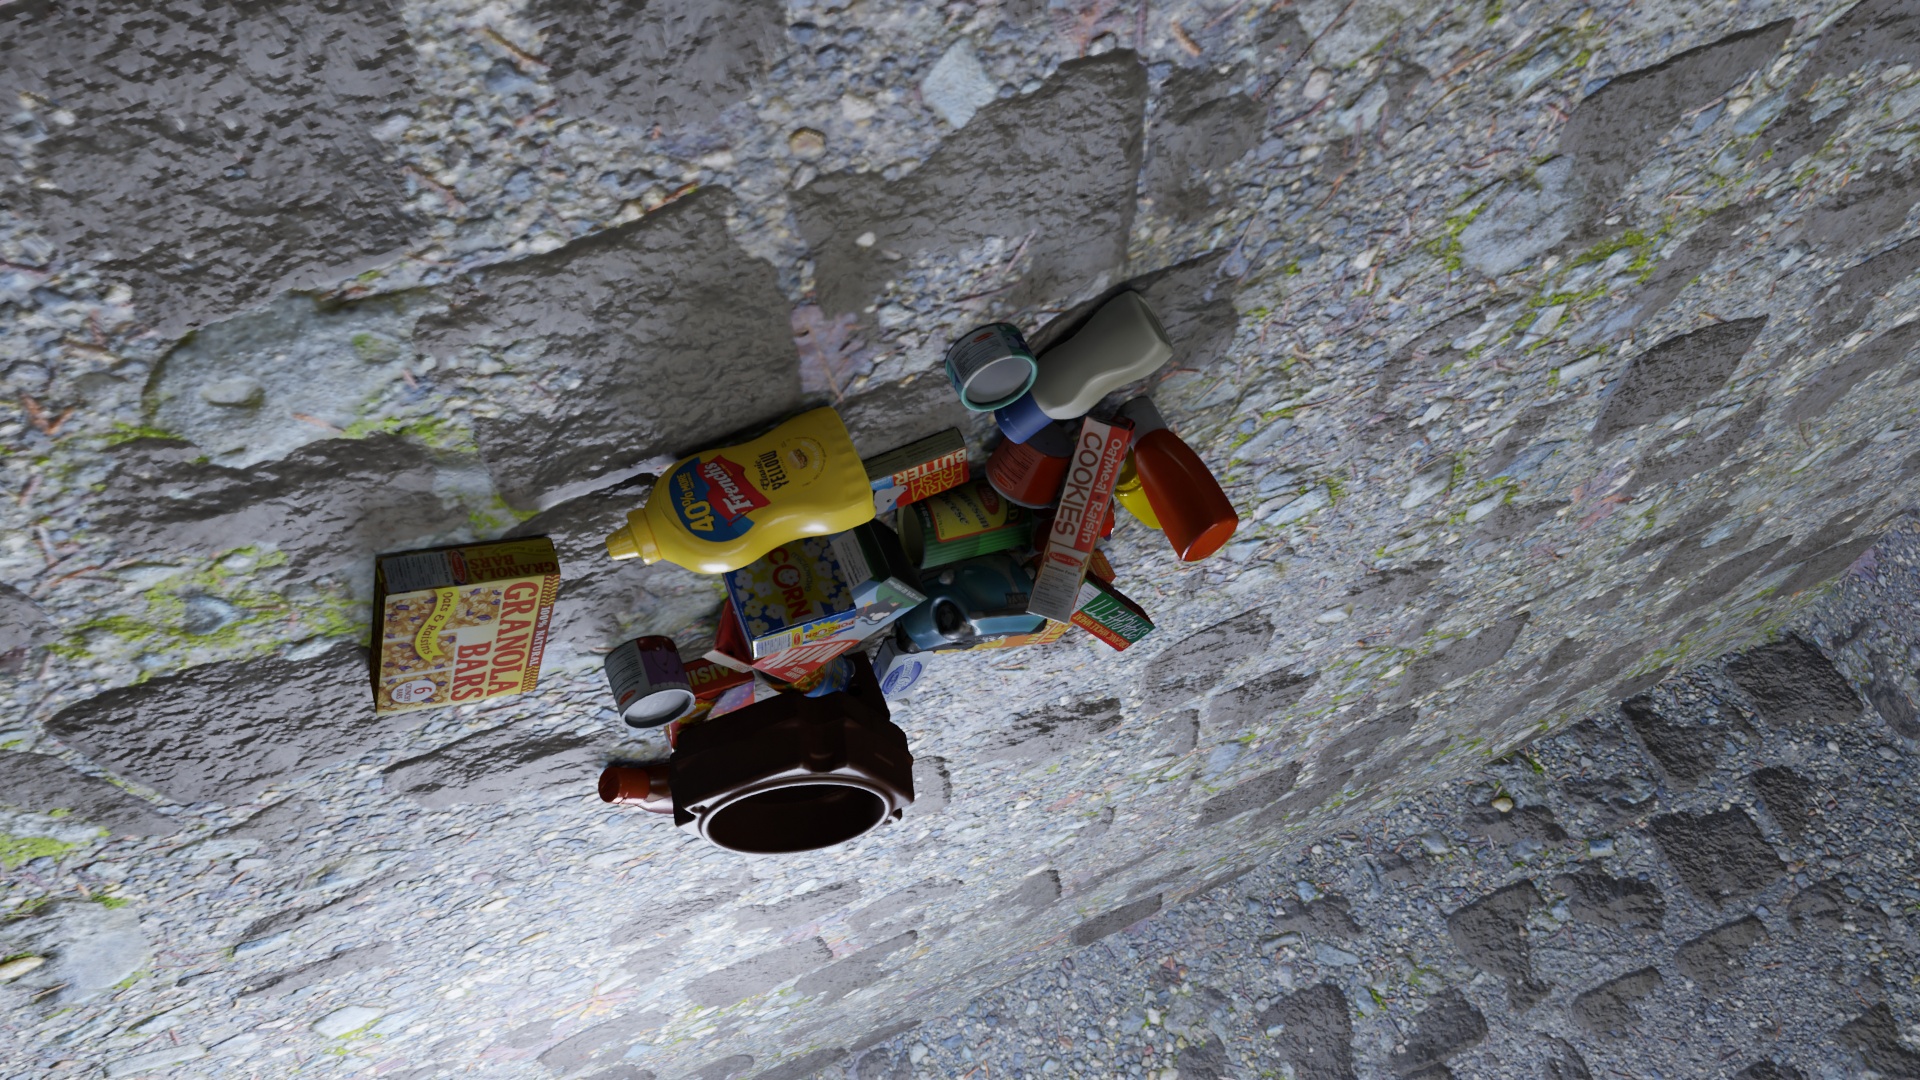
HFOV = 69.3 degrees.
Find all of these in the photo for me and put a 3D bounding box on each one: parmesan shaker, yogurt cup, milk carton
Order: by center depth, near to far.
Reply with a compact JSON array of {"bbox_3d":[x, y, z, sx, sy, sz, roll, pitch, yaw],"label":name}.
[{"bbox_3d":[0.061,-0.069,1.174,0.072,0.072,0.053,-3,136,-36],"label":"yogurt cup"},{"bbox_3d":[0.004,-0.015,1.205,0.103,0.071,0.071,-14,149,-22],"label":"parmesan shaker"},{"bbox_3d":[-0.133,0.062,1.218,0.190,0.074,0.072,-32,151,12],"label":"milk carton"}]

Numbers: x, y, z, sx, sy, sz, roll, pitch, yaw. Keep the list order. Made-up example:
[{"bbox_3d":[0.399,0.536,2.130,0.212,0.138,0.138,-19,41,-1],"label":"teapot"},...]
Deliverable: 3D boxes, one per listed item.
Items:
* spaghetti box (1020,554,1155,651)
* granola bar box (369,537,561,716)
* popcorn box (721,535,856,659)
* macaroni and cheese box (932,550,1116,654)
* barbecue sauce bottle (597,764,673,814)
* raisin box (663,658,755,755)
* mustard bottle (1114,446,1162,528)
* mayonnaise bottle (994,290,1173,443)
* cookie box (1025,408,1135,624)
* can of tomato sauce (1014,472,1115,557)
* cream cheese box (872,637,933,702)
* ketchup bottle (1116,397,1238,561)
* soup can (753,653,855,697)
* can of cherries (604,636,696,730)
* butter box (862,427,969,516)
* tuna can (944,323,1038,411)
[{"bbox_3d":[0.129,0.062,1.398,0.050,0.029,0.249,-37,149,13],"label":"spaghetti box"},{"bbox_3d":[-0.380,0.066,1.058,0.124,0.039,0.164,-7,146,-30],"label":"granola bar box"},{"bbox_3d":[-0.142,0.022,1.088,0.085,0.127,0.038,-17,153,-16],"label":"popcorn box"},{"bbox_3d":[0.060,0.062,1.415,0.167,0.040,0.123,-1,143,-39],"label":"macaroni and cheese box"},{"bbox_3d":[-0.305,0.256,1.436,0.064,0.044,0.148,-40,148,23],"label":"barbecue sauce bottle"},{"bbox_3d":[-0.242,0.158,1.327,0.086,0.040,0.122,-15,149,-18],"label":"raisin box"},{"bbox_3d":[0.172,-0.056,1.300,0.065,0.049,0.160,-36,150,18],"label":"mustard bottle"},{"bbox_3d":[0.093,-0.131,1.099,0.147,0.065,0.041,-35,153,24],"label":"mayonnaise bottle"},{"bbox_3d":[0.103,-0.024,1.161,0.123,0.040,0.167,-42,150,-79],"label":"cookie box"},{"bbox_3d":[0.090,-0.024,1.264,0.083,0.071,0.070,-15,150,-19],"label":"can of tomato sauce"},{"bbox_3d":[-0.064,0.133,1.448,0.053,0.024,0.103,-11,148,-29],"label":"cream cheese box"},{"bbox_3d":[0.182,-0.057,1.200,0.044,0.149,0.064,-5,146,-34],"label":"ketchup bottle"},{"bbox_3d":[-0.147,0.118,1.309,0.071,0.071,0.083,-29,151,5],"label":"soup can"},{"bbox_3d":[-0.273,0.126,1.228,0.071,0.058,0.071,-21,151,-12],"label":"can of cherries"},{"bbox_3d":[-0.043,-0.054,1.150,0.104,0.024,0.053,-21,151,-10],"label":"butter box"},{"bbox_3d":[0.025,-0.131,1.069,0.071,0.033,0.070,-20,151,-11],"label":"tuna can"}]
